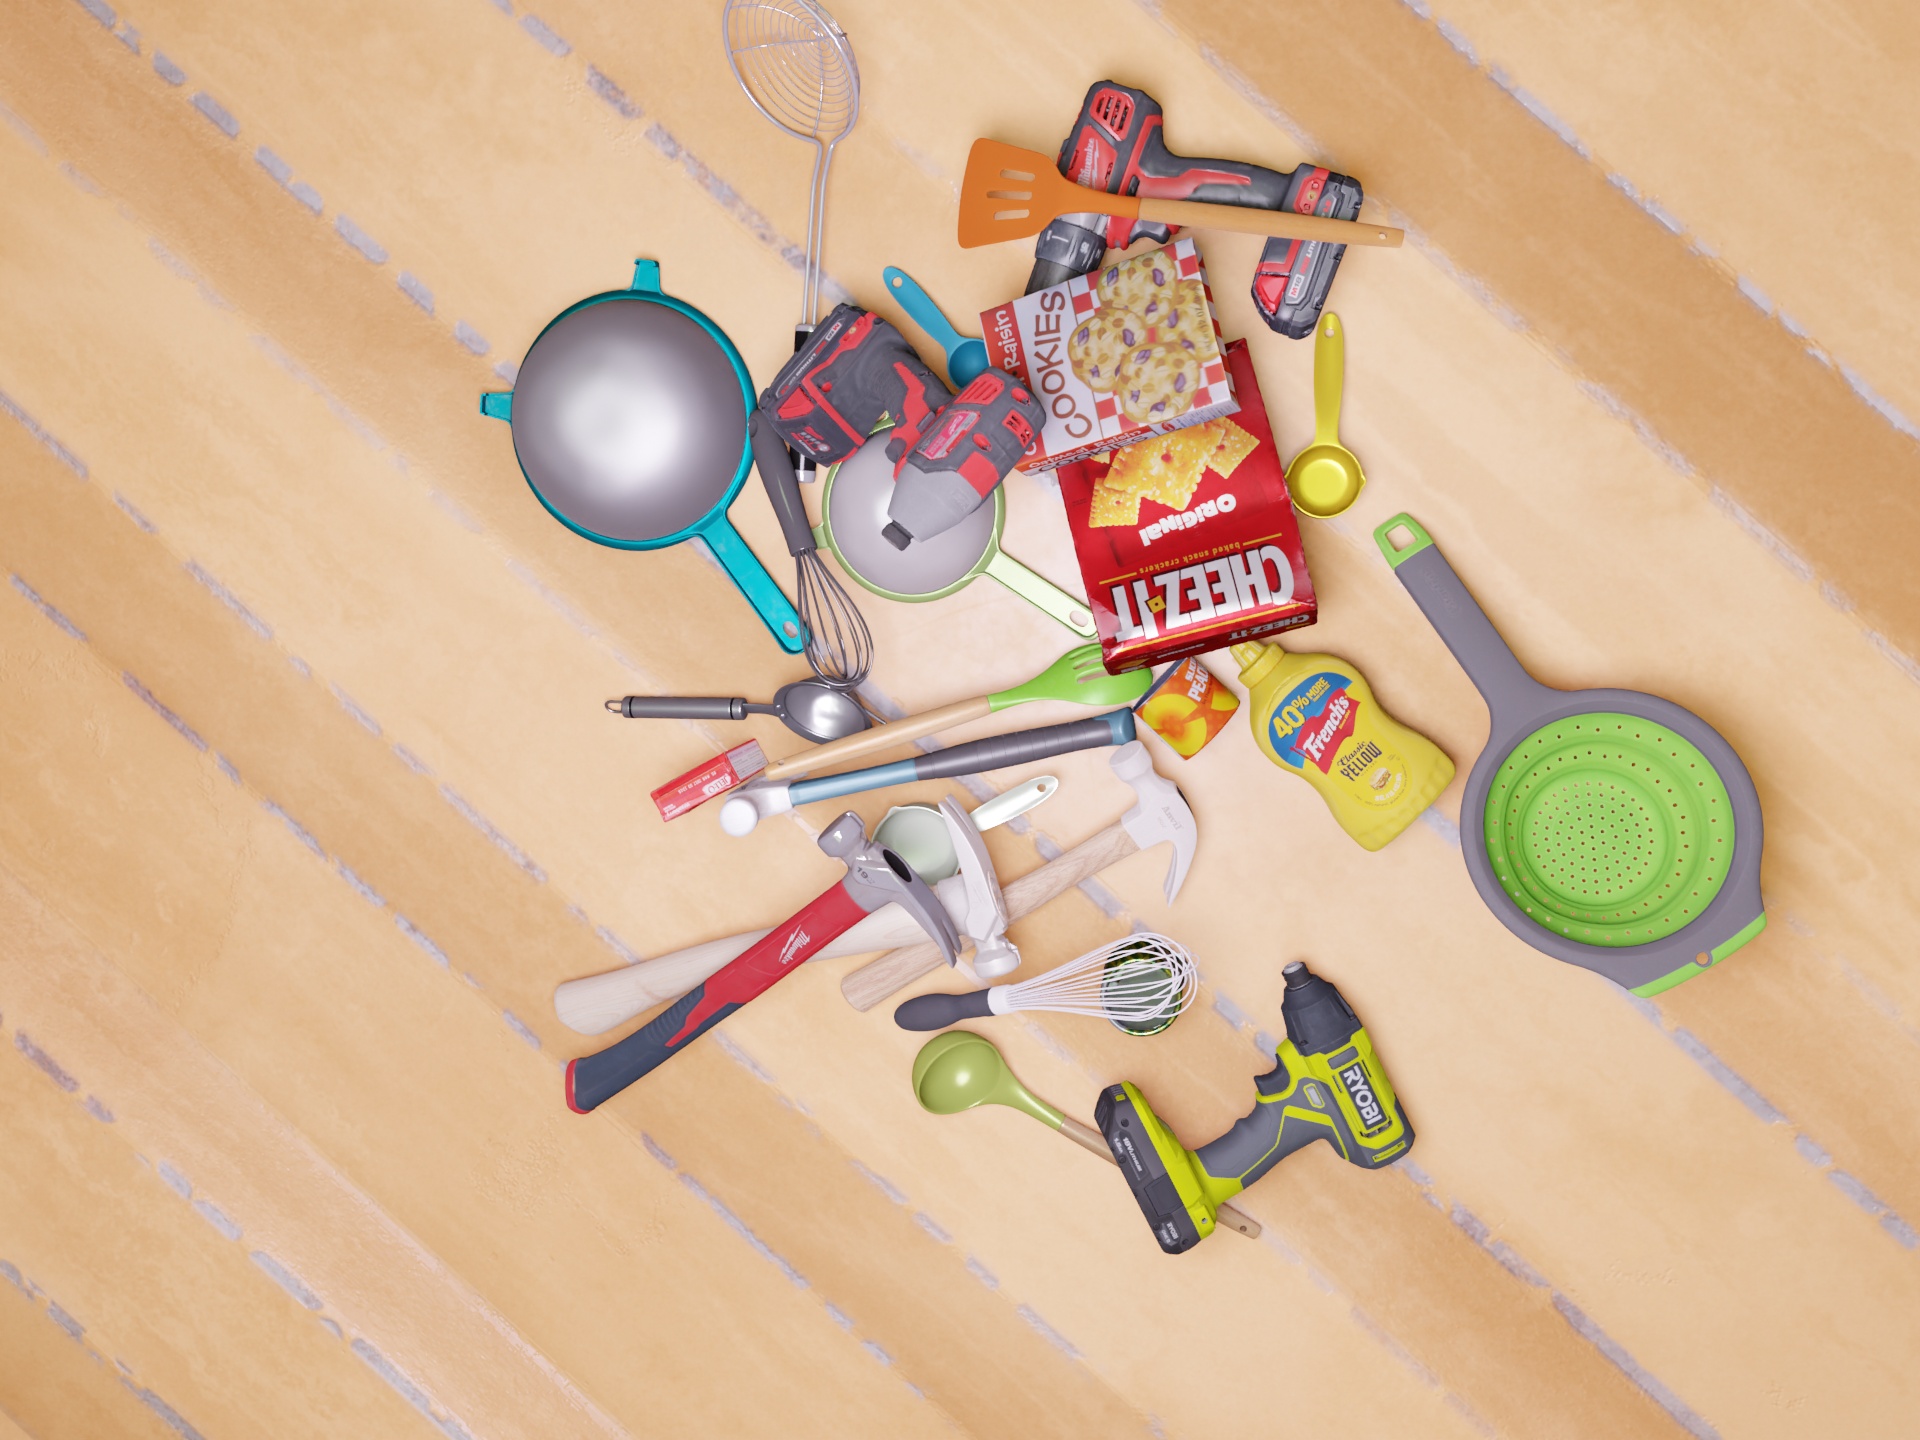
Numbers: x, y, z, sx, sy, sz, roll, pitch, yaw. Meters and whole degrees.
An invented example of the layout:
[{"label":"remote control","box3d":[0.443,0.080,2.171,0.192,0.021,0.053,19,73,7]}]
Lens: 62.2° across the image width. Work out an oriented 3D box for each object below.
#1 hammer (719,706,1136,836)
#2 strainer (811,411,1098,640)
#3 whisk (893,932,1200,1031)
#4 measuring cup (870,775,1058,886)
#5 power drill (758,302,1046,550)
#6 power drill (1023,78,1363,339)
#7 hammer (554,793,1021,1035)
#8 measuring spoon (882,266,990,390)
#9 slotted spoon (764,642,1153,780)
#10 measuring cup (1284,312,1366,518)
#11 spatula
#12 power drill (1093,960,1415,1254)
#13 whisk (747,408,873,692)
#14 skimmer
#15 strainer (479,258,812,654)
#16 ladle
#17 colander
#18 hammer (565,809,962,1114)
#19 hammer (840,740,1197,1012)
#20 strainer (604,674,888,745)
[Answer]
[{"label":"hammer","box3d":[-0.022,0.036,1.264,0.331,0.128,0.033,-12,97,1]},{"label":"strainer","box3d":[0.001,-0.136,1.248,0.256,0.069,0.151,34,102,4]},{"label":"whisk","box3d":[0.060,0.216,1.254,0.284,0.070,0.070,-17,96,32]},{"label":"measuring cup","box3d":[0.006,0.084,1.297,0.167,0.038,0.083,-27,93,9]},{"label":"power drill","box3d":[-0.048,-0.213,1.164,0.143,0.078,0.220,-51,46,-1]},{"label":"power drill","box3d":[0.166,-0.355,1.190,0.227,0.080,0.188,22,101,8]},{"label":"hammer","box3d":[-0.160,0.180,1.309,0.410,0.038,0.146,-16,96,19]},{"label":"measuring spoon","box3d":[-0.016,-0.310,1.256,0.042,0.021,0.129,-43,81,13]},{"label":"slotted spoon","box3d":[-0.002,-0.004,1.245,0.313,0.070,0.031,-17,134,-1]},{"label":"measuring cup","box3d":[0.280,-0.231,1.219,0.062,0.029,0.156,2,89,8]},{"label":"spatula","box3d":[0.154,-0.365,1.145,0.322,0.041,0.081,10,98,9]},{"label":"power drill","box3d":[0.227,0.307,1.263,0.223,0.080,0.171,-27,94,-3]},{"label":"whisk","box3d":[-0.122,-0.135,1.249,0.055,0.055,0.239,-21,84,11]},{"label":"skimmer","box3d":[-0.136,-0.366,1.226,0.127,0.090,0.363,14,105,40]},{"label":"strainer","box3d":[-0.235,-0.188,1.264,0.211,0.095,0.340,-37,90,12]},{"label":"ladle","box3d":[0.105,0.351,1.312,0.320,0.062,0.078,29,105,1]},{"label":"colander","box3d":[0.436,0.016,1.205,0.204,0.094,0.397,-33,74,7]},{"label":"hammer","box3d":[-0.176,0.228,1.283,0.386,0.038,0.143,-38,99,24]},{"label":"hammer","box3d":[0.044,0.150,1.292,0.331,0.031,0.130,-33,110,16]},{"label":"strainer","box3d":[-0.174,-0.012,1.308,0.258,0.050,0.086,1,142,14]}]
